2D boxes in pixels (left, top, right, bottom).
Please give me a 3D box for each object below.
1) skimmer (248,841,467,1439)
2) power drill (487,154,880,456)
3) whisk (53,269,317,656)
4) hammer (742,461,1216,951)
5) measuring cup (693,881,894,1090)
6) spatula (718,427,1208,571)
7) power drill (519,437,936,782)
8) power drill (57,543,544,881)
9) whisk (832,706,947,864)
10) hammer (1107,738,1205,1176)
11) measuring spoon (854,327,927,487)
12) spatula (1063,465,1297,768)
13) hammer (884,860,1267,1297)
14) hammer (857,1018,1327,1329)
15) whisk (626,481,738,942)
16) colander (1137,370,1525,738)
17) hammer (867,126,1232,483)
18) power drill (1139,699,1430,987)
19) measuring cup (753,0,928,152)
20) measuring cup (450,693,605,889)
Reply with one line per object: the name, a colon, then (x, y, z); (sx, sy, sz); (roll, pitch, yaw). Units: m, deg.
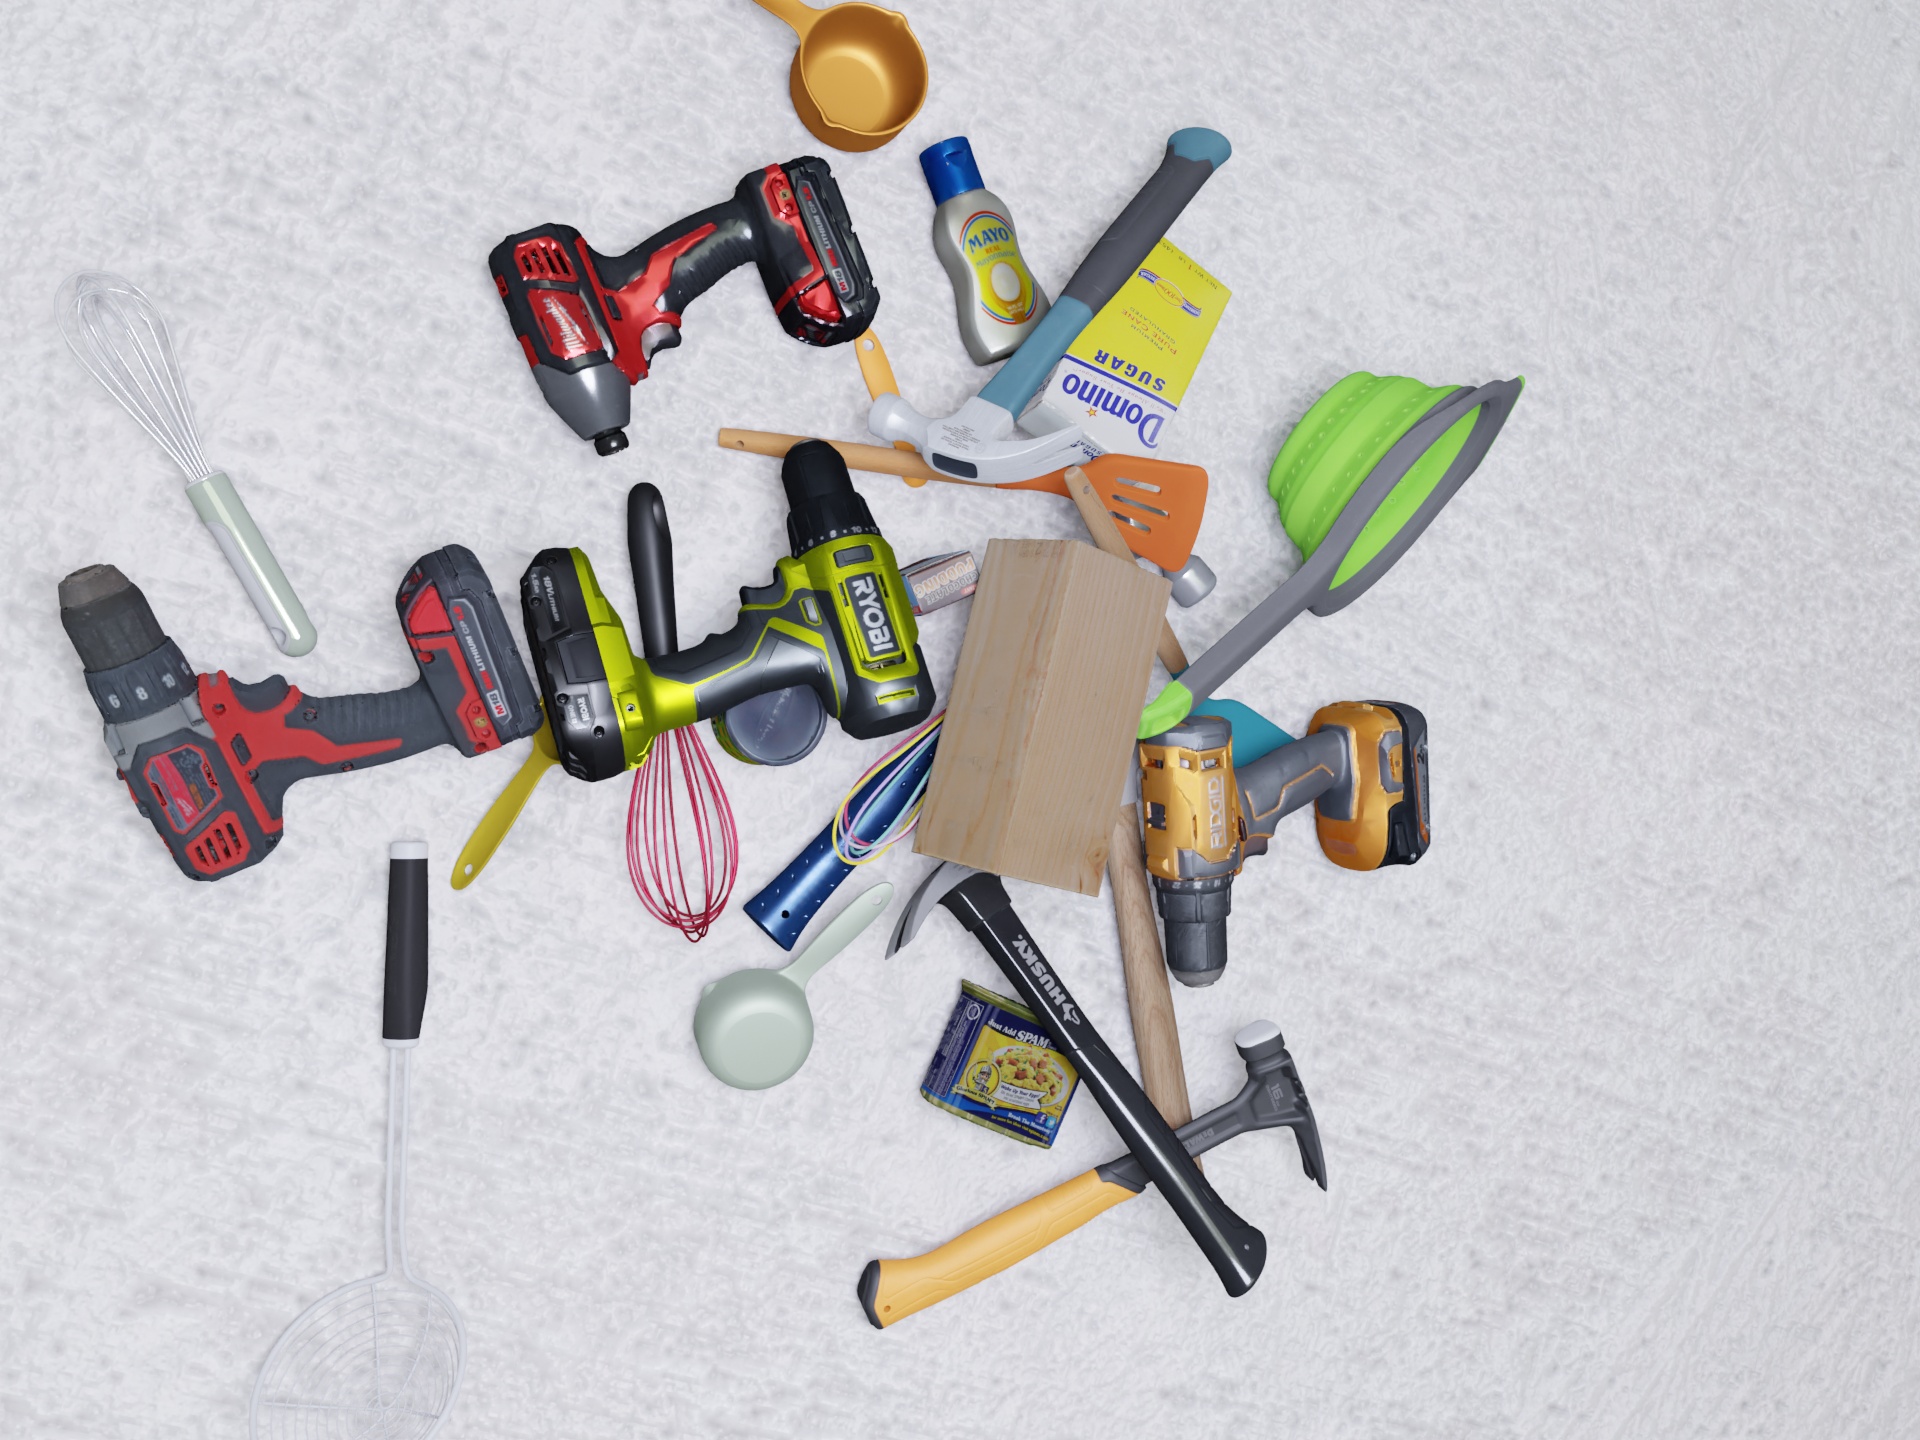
skimmer: (-0.345, 0.253, 0.930); (0.127, 0.090, 0.363); (0, 86, 12)
power drill: (-0.172, -0.264, 1.012); (0.219, 0.078, 0.143); (-23, 96, -16)
whisk: (-0.446, -0.147, 0.928); (0.059, 0.058, 0.246); (-39, 108, -47)
hammer: (0.002, -0.011, 1.086); (0.144, 0.035, 0.405); (47, 75, -13)
measuring cup: (-0.100, 0.169, 1.018); (0.167, 0.038, 0.083); (-45, 115, 5)
spatula: (0.000, -0.161, 1.056); (0.322, 0.041, 0.081); (7, 126, -6)
power drill: (-0.143, -0.067, 0.965); (0.228, 0.080, 0.191); (-14, 78, -18)
power drill: (-0.376, -0.029, 0.913); (0.226, 0.080, 0.187); (-24, 115, -16)
whisk: (-0.002, -0.005, 1.044); (0.047, 0.051, 0.245); (41, 74, -9)
hammer: (0.132, 0.171, 1.126); (0.130, 0.031, 0.331); (-13, 95, -25)
measuring spoon: (-0.047, -0.215, 1.086); (0.021, 0.011, 0.117); (-22, 96, -18)
spatula: (0.149, -0.054, 1.099); (0.082, 0.044, 0.317); (-47, 129, -15)
hammer: (0.085, 0.226, 1.033); (0.146, 0.035, 0.335); (-29, 80, -43)
hammer: (0.090, 0.331, 1.086); (0.337, 0.034, 0.127); (-24, 102, -10)
whisk: (-0.186, -0.006, 1.011); (0.073, 0.073, 0.296); (-6, 86, -19)
colander: (0.230, -0.133, 1.104); (0.397, 0.204, 0.094); (-40, 70, -24)
hammer: (0.082, -0.284, 1.059); (0.128, 0.033, 0.331); (28, 68, 19)
power drill: (0.225, 0.079, 1.118); (0.226, 0.084, 0.185); (-8, 99, -30)
measuring cup: (-0.104, -0.448, 1.051); (0.173, 0.052, 0.095); (34, 78, -14)
measuring cup: (-0.265, 0.043, 0.995); (0.156, 0.062, 0.029); (-55, 150, 1)
